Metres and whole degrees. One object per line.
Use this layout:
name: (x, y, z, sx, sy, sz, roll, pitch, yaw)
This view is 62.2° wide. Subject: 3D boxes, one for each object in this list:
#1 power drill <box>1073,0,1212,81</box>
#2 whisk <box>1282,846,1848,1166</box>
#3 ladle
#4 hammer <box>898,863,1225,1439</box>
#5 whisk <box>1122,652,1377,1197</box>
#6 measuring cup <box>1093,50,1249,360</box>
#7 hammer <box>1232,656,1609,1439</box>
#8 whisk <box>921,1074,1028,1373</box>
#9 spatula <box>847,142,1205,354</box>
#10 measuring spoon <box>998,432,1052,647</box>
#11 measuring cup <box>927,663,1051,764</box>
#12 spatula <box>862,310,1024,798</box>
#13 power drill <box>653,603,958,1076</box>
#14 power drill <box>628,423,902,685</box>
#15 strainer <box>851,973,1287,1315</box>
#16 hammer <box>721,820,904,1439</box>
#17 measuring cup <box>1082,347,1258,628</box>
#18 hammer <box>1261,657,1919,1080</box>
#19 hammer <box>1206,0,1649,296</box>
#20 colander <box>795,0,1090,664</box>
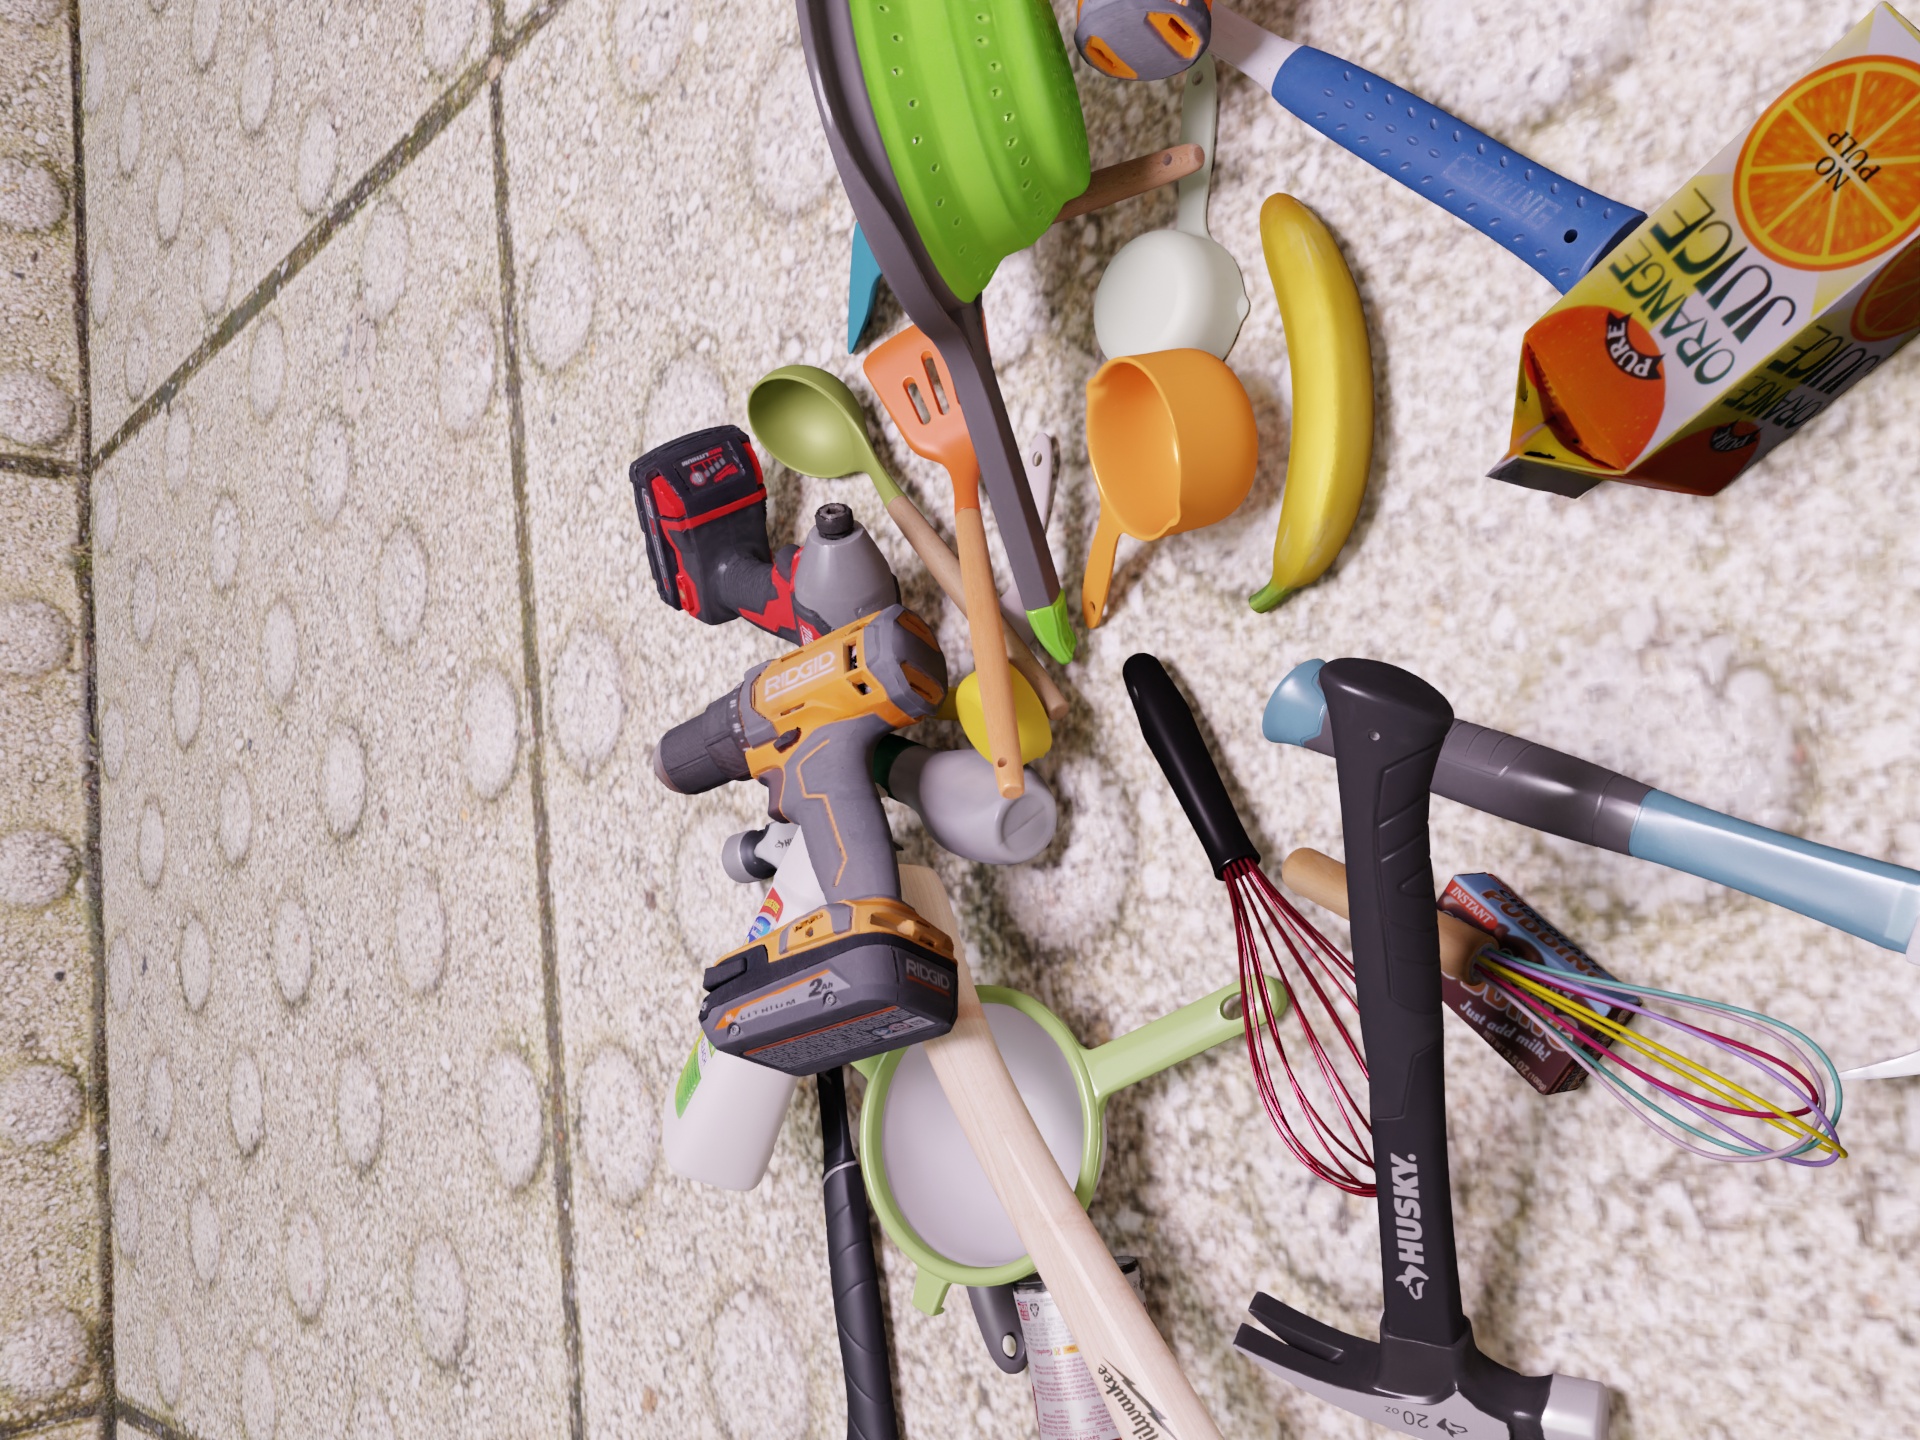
power drill: (0.152, -0.387, 0.681, 0.226, 0.084, 0.164, -6, 75, 37)
whisk: (0.218, 0.100, 0.611, 0.245, 0.047, 0.051, 28, 114, 48)
ladle: (-0.035, -0.104, 0.915, 0.320, 0.062, 0.078, 54, 159, 36)
hammer: (0.035, 0.242, 0.762, 0.146, 0.038, 0.411, -44, 55, 20)
whisk: (0.136, 0.085, 0.736, 0.073, 0.073, 0.296, -49, 50, 35)
measuring cup: (0.104, -0.252, 0.792, 0.083, 0.038, 0.167, 10, 97, 47)
hammer: (0.165, 0.136, 0.610, 0.146, 0.035, 0.334, 1, 112, 29)
whisk: (-0.006, 0.248, 0.900, 0.055, 0.055, 0.239, -33, 69, 43)
spatula: (0.017, -0.270, 0.878, 0.318, 0.044, 0.082, 2, 88, 49)
measuring spoon: (0.032, -0.098, 0.882, 0.034, 0.018, 0.124, 21, 107, 46)
measuring cup: (-0.001, -0.003, 0.883, 0.156, 0.029, 0.062, 4, 121, 63)
spatula: (0.002, -0.097, 0.852, 0.081, 0.041, 0.323, -23, 50, 19)
power drill: (-0.089, 0.066, 0.837, 0.185, 0.084, 0.226, -22, 56, 27)
power drill: (-0.112, -0.094, 0.965, 0.220, 0.078, 0.143, 37, 144, 42)
strainer: (0.065, 0.193, 0.822, 0.256, 0.069, 0.152, -32, 60, 24)
hammer: (-0.072, 0.260, 0.980, 0.149, 0.036, 0.409, -17, 77, 45)
measuring cup: (0.098, -0.108, 0.792, 0.173, 0.052, 0.095, 101, 148, -53)
hammer: (0.256, 0.034, 0.624, 0.331, 0.033, 0.128, 23, 105, 46)
hammer: (0.149, -0.310, 0.736, 0.144, 0.035, 0.406, -54, 54, 17)
colander: (0.029, -0.218, 0.775, 0.094, 0.205, 0.396, -13, 111, 15)
